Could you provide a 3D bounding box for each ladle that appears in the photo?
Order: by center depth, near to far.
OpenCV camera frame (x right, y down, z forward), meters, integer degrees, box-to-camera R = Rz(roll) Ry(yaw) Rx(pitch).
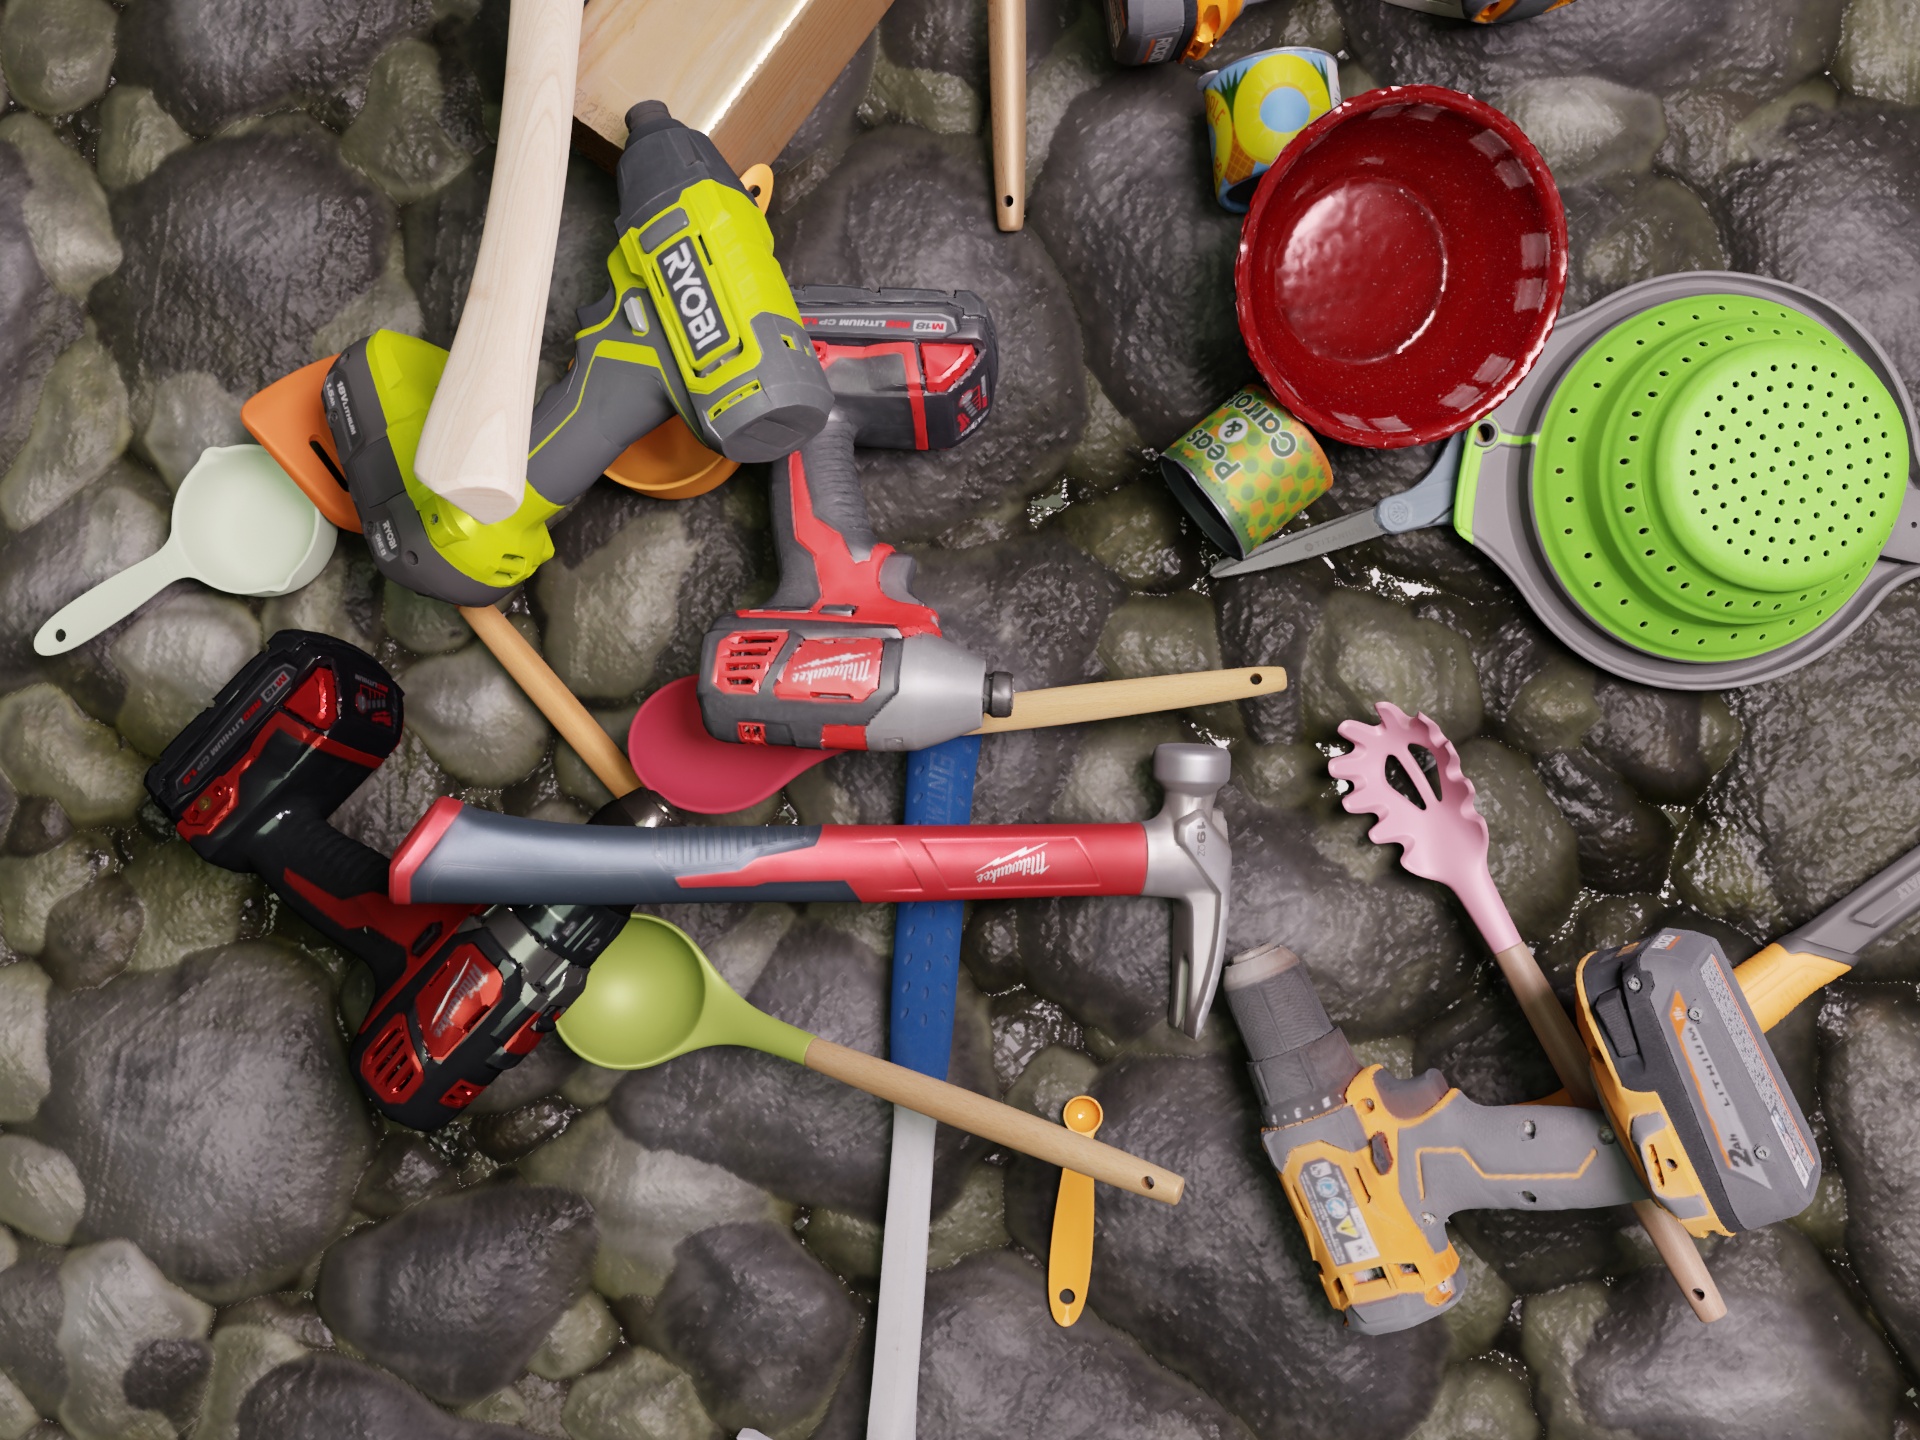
[{"bbox_3d":[-0.051,0.165,0.742,0.320,0.062,0.078,16,90,21],"label":"ladle"},{"bbox_3d":[-0.001,-0.002,0.766,0.315,0.031,0.069,-7,82,2],"label":"ladle"}]

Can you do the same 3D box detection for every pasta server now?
[{"bbox_3d":[0.271,0.134,0.753,0.060,0.040,0.316,-33,75,28],"label":"pasta server"}]

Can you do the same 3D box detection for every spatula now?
[{"bbox_3d":[0.017,-0.403,0.771,0.082,0.044,0.317,1,104,13],"label":"spatula"},{"bbox_3d":[-0.232,-0.046,0.806,0.322,0.041,0.081,49,54,1],"label":"spatula"}]

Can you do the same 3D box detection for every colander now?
[{"bbox_3d":[0.442,-0.096,0.738,0.397,0.094,0.204,13,93,0],"label":"colander"}]

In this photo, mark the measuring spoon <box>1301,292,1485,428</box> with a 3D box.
[{"bbox_3d":[0.220,-0.175,0.806,0.128,0.021,0.042,-22,83,11],"label":"measuring spoon"}]

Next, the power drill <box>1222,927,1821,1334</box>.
[{"bbox_3d":[0.236,0.164,0.721,0.226,0.084,0.185,-29,79,33],"label":"power drill"}]

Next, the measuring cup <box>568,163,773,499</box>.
[{"bbox_3d":[-0.130,-0.194,0.804,0.095,0.052,0.173,24,87,5],"label":"measuring cup"}]

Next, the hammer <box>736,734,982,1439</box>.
[{"bbox_3d":[-0.028,0.191,0.790,0.144,0.035,0.405,4,88,3],"label":"hammer"}]

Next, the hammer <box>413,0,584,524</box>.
[{"bbox_3d":[-0.180,-0.277,0.704,0.146,0.038,0.411,-10,66,24],"label":"hammer"}]

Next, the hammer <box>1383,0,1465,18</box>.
[{"bbox_3d":[0.194,-0.493,0.810,0.130,0.031,0.331,-40,86,0],"label":"hammer"}]

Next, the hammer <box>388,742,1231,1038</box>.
[{"bbox_3d":[-0.056,0.081,0.726,0.386,0.038,0.143,1,95,-18],"label":"hammer"}]

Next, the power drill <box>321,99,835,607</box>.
[{"bbox_3d":[-0.180,-0.164,0.733,0.223,0.080,0.171,-27,76,21],"label":"power drill"}]

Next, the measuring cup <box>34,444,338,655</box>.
[{"bbox_3d":[-0.398,-0.078,0.820,0.167,0.038,0.083,-30,86,3],"label":"measuring cup"}]

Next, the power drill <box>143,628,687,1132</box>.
[{"bbox_3d":[-0.256,0.055,0.759,0.227,0.080,0.188,43,89,18],"label":"power drill"}]

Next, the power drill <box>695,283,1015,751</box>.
[{"bbox_3d":[-0.040,-0.091,0.751,0.143,0.078,0.220,3,71,4],"label":"power drill"}]

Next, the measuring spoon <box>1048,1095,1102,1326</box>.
[{"bbox_3d":[0.057,0.245,0.798,0.021,0.011,0.117,5,91,3],"label":"measuring spoon"}]

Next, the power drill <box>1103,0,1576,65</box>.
[{"bbox_3d":[0.176,-0.404,0.746,0.226,0.084,0.164,-9,96,0],"label":"power drill"}]

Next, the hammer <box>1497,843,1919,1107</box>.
[{"bbox_3d":[0.400,0.133,0.772,0.337,0.034,0.127,-35,85,1],"label":"hammer"}]
